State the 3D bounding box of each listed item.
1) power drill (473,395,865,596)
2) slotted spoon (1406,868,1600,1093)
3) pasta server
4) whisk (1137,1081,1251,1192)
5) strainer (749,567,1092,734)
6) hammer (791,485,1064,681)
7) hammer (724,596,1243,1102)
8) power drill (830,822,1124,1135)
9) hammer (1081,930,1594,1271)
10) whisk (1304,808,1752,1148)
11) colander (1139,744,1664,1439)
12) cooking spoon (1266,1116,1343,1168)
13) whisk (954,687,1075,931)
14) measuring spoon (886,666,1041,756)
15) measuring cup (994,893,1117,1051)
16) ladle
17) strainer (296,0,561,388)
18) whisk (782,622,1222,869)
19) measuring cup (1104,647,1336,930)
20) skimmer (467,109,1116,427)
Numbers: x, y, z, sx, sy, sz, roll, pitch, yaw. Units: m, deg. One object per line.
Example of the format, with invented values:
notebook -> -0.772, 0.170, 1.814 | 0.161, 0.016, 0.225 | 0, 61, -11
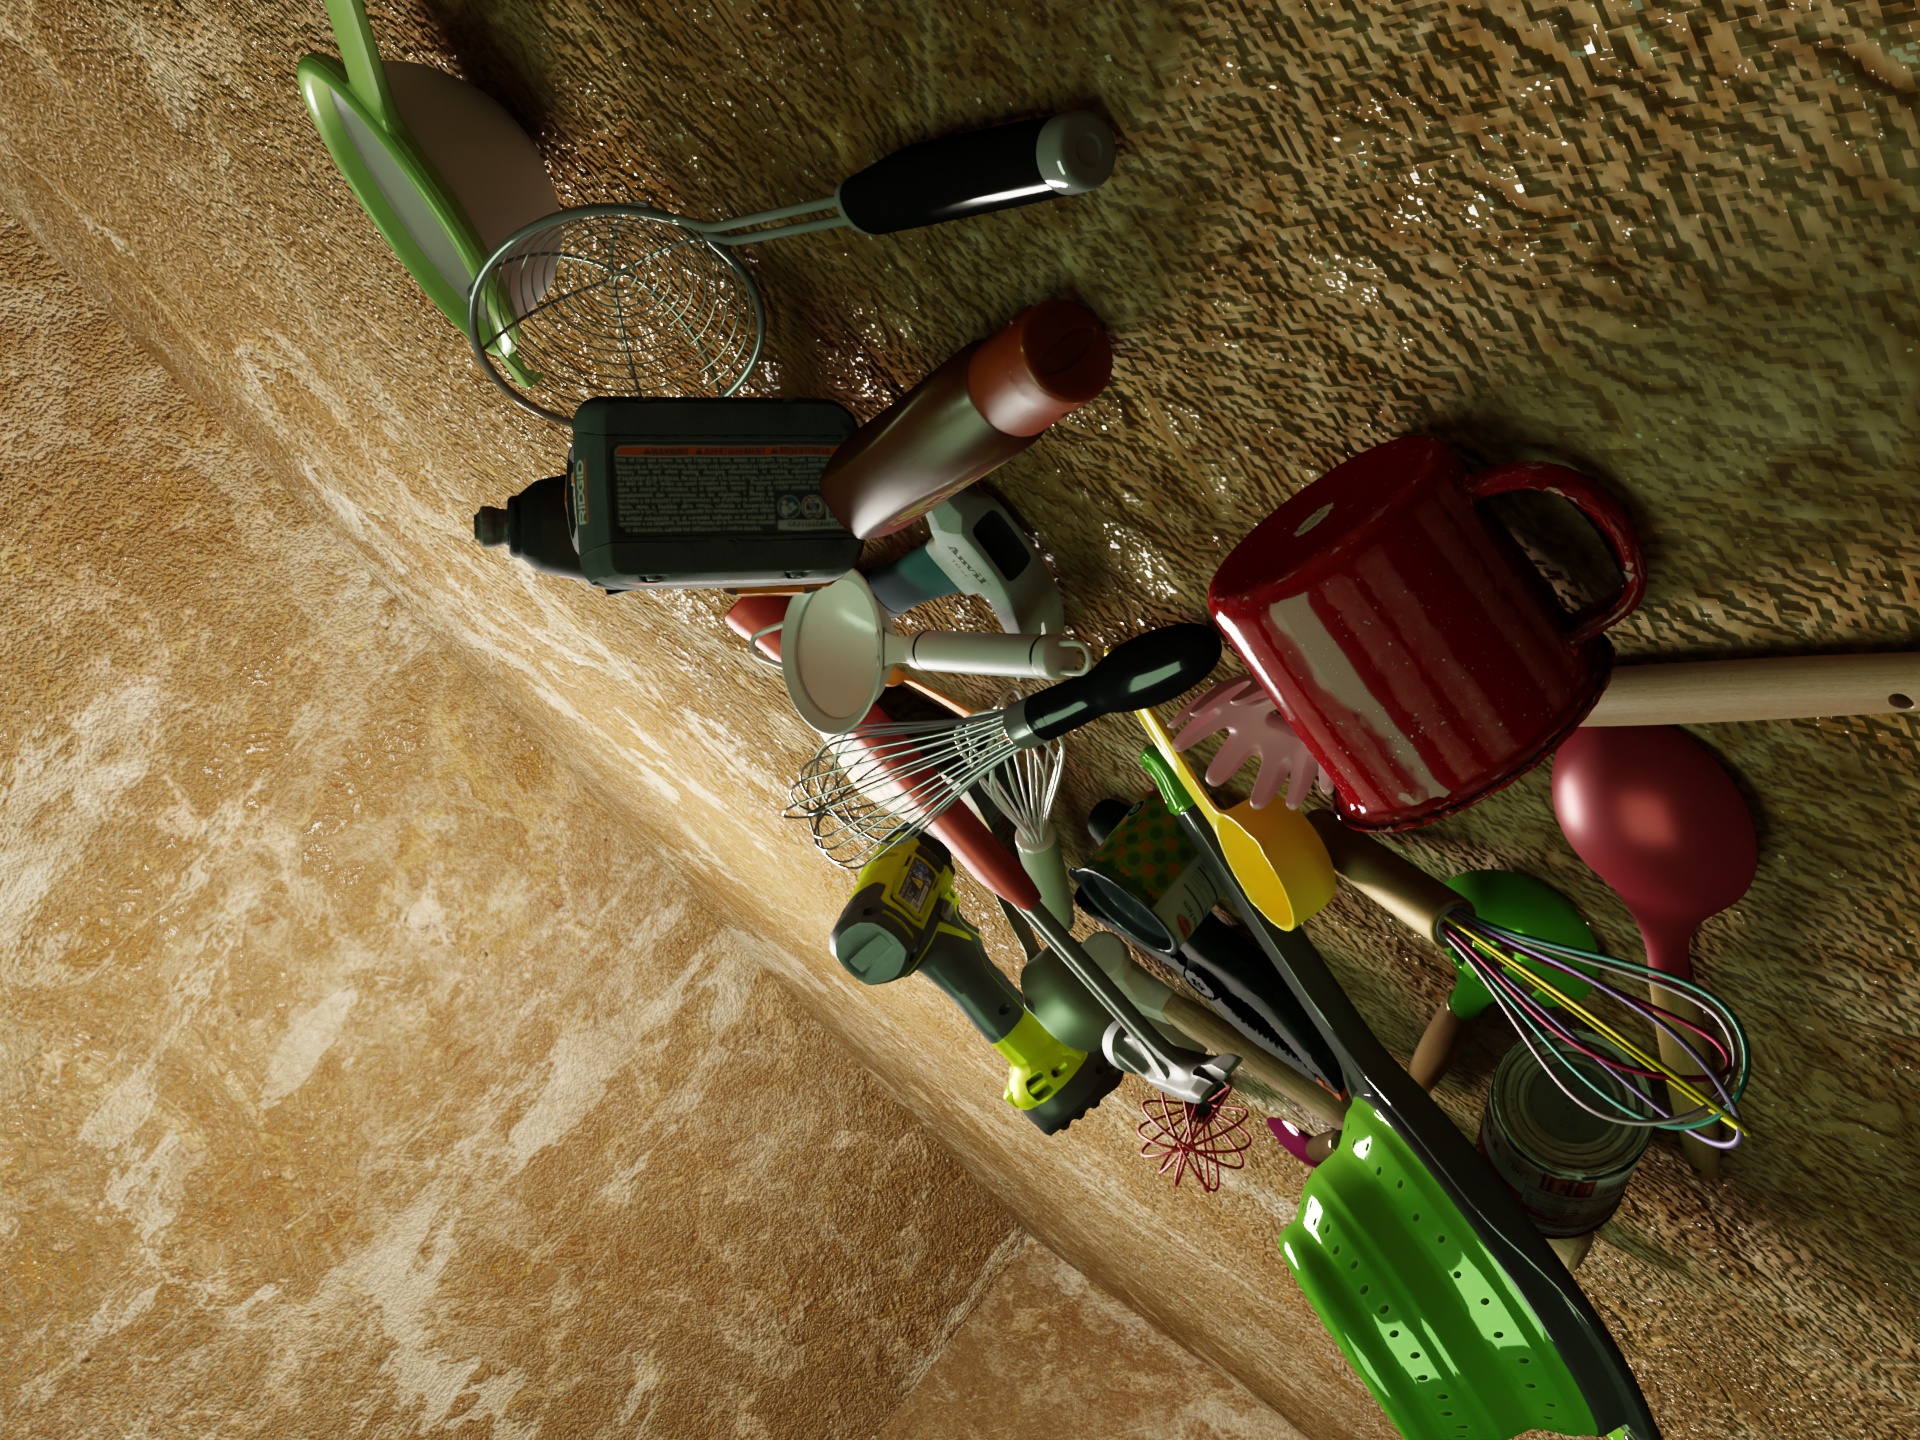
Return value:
power drill -> -0.140, -0.097, 0.739 | 0.226, 0.164, 0.084 | -172, 80, -73
slotted spoon -> 0.236, 0.142, 0.751 | 0.070, 0.031, 0.313 | 34, 163, 20
pasta server -> 0.171, 0.000, 0.520 | 0.060, 0.040, 0.316 | 42, 163, -17
whisk -> 0.161, 0.262, 1.071 | 0.073, 0.073, 0.295 | 38, -178, 12
strainer -> -0.019, -0.032, 0.745 | 0.050, 0.087, 0.258 | -1, -176, -34
hammer -> -0.041, -0.068, 0.835 | 0.128, 0.033, 0.331 | 47, 163, -12
hammer -> 0.006, 0.064, 0.864 | 0.359, 0.037, 0.149 | 48, 167, -3
power drill -> 0.019, 0.174, 1.145 | 0.223, 0.080, 0.171 | 43, -153, -8
hammer -> 0.223, 0.232, 0.972 | 0.331, 0.031, 0.129 | 27, 167, 33
whisk -> 0.197, 0.082, 0.594 | 0.047, 0.051, 0.245 | 5, -163, -23
colander -> 0.170, 0.196, 0.748 | 0.397, 0.094, 0.204 | 57, 178, 7
cooking spoon -> 0.221, 0.264, 0.979 | 0.069, 0.017, 0.318 | 30, 170, 15
whisk -> 0.041, 0.062, 0.919 | 0.059, 0.058, 0.246 | 1, 146, 12
measuring spoon -> -0.001, -0.003, 0.886 | 0.116, 0.011, 0.021 | 29, 171, -26
measuring cup -> 0.063, 0.152, 1.114 | 0.083, 0.038, 0.168 | 10, -138, -48
ladle -> 0.266, 0.104, 0.591 | 0.069, 0.031, 0.315 | 28, 160, 42
strainer -> -0.226, -0.267, 0.689 | 0.151, 0.069, 0.256 | 49, 163, 9
whisk -> 0.011, 0.011, 0.736 | 0.070, 0.070, 0.284 | 47, 138, -17
measuring cup -> 0.112, 0.021, 0.695 | 0.157, 0.029, 0.062 | 59, 171, 29
skimmer -> -0.075, -0.156, 0.591 | 0.127, 0.090, 0.363 | 20, 177, -36
